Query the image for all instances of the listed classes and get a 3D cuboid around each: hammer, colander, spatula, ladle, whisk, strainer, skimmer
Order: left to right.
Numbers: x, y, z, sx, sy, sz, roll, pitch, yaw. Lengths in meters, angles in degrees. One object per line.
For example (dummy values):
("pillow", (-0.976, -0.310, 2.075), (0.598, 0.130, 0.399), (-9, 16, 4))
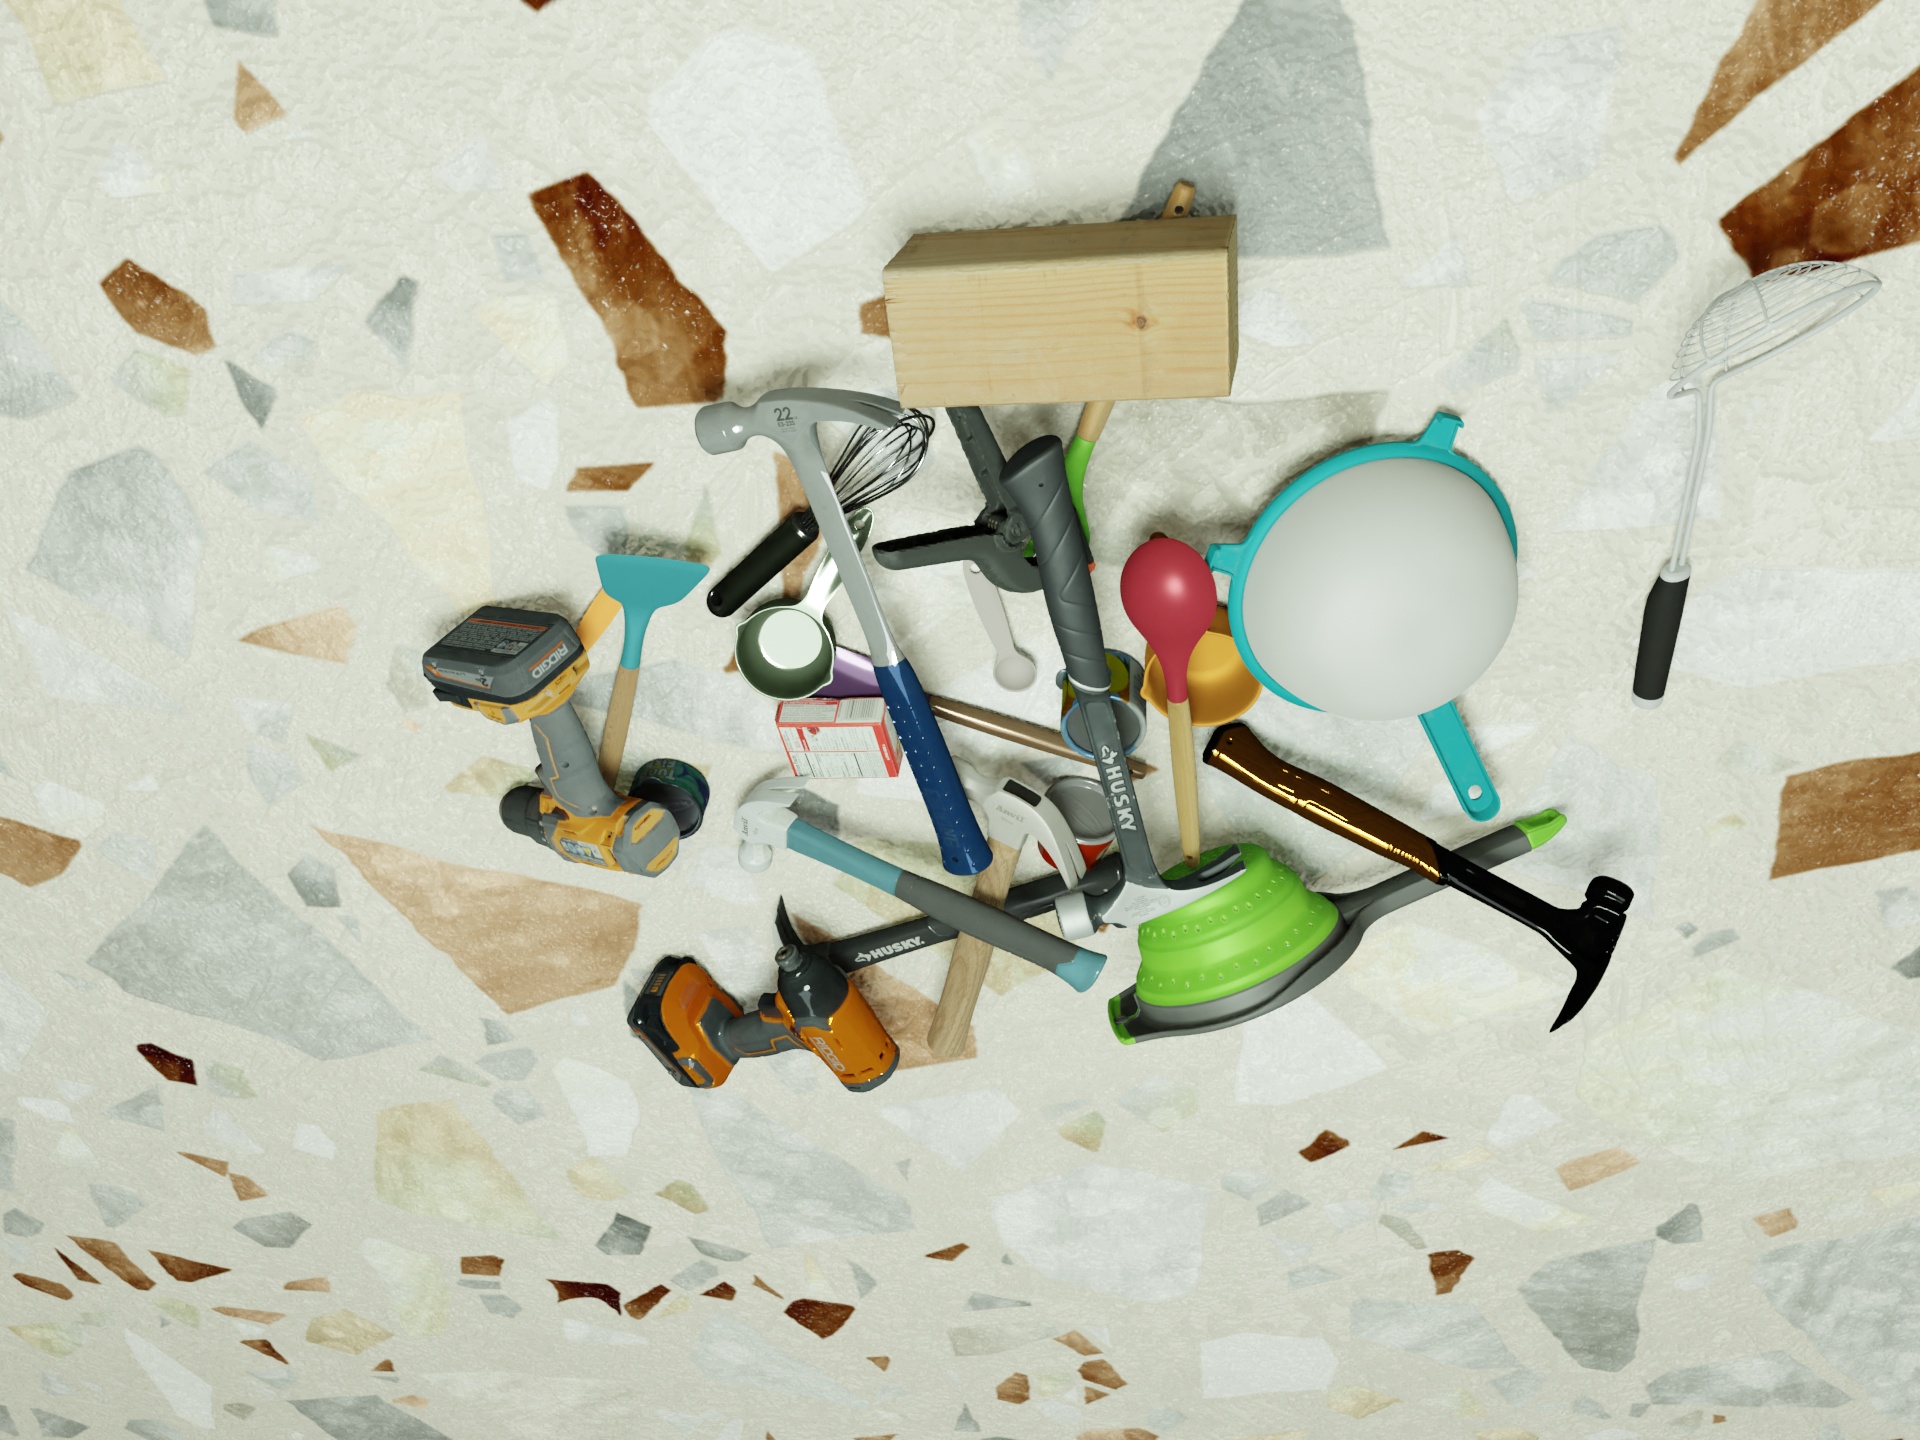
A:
("spatula", (-0.267, -0.019, 1.260), (0.082, 0.044, 0.317), (4, 133, -19))
("whisk", (-0.106, -0.145, 1.144), (0.246, 0.059, 0.058), (-36, 73, 34))
("hammer", (-0.050, -0.052, 1.141), (0.144, 0.035, 0.405), (-5, 124, 25))
("hammer", (-0.037, 0.138, 1.290), (0.331, 0.033, 0.128), (23, 141, 13))
("hammer", (-0.010, 0.175, 1.395), (0.335, 0.035, 0.146), (-20, 125, 20))
("spatula", (-0.002, -0.004, 1.260), (0.316, 0.018, 0.059), (17, 126, -6))
("hammer", (0.018, 0.176, 1.335), (0.130, 0.031, 0.331), (25, 133, 13))
("hammer", (0.100, -0.013, 1.119), (0.149, 0.036, 0.408), (-15, 124, 4))
("ladle", (0.161, 0.001, 1.174), (0.069, 0.031, 0.315), (8, 136, 21))
("colander", (0.285, 0.128, 1.273), (0.397, 0.204, 0.094), (-25, 98, 3))
("hammer", (0.335, 0.102, 1.212), (0.337, 0.127, 0.034), (29, 156, 10))
("strainer", (0.329, -0.031, 1.120), (0.211, 0.095, 0.340), (-30, 120, 8))
("skimmer", (0.506, -0.134, 1.054), (0.127, 0.090, 0.362), (-23, 132, -16))

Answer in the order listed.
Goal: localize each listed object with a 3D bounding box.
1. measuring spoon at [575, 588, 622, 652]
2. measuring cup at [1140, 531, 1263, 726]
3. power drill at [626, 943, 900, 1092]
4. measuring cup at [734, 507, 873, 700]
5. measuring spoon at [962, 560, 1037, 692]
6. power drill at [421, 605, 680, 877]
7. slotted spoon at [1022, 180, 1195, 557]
("measuring spoon", (-0.288, -0.074, 1.242), (0.021, 0.011, 0.117), (26, 124, -24))
("measuring cup", (0.166, -0.077, 1.163), (0.095, 0.052, 0.173), (-13, 124, 16))
("power drill", (-0.183, 0.261, 1.423), (0.226, 0.084, 0.164), (-7, 129, 31))
("measuring cup", (-0.108, -0.092, 1.196), (0.083, 0.038, 0.167), (30, 109, -8))
("measuring spoon", (0.028, -0.076, 1.205), (0.034, 0.018, 0.124), (-13, 119, 16))
("power drill", (-0.335, 0.022, 1.261), (0.185, 0.084, 0.226), (8, 133, 37))
("slotted spoon", (0.092, -0.215, 1.075), (0.070, 0.031, 0.313), (15, 127, -9))
